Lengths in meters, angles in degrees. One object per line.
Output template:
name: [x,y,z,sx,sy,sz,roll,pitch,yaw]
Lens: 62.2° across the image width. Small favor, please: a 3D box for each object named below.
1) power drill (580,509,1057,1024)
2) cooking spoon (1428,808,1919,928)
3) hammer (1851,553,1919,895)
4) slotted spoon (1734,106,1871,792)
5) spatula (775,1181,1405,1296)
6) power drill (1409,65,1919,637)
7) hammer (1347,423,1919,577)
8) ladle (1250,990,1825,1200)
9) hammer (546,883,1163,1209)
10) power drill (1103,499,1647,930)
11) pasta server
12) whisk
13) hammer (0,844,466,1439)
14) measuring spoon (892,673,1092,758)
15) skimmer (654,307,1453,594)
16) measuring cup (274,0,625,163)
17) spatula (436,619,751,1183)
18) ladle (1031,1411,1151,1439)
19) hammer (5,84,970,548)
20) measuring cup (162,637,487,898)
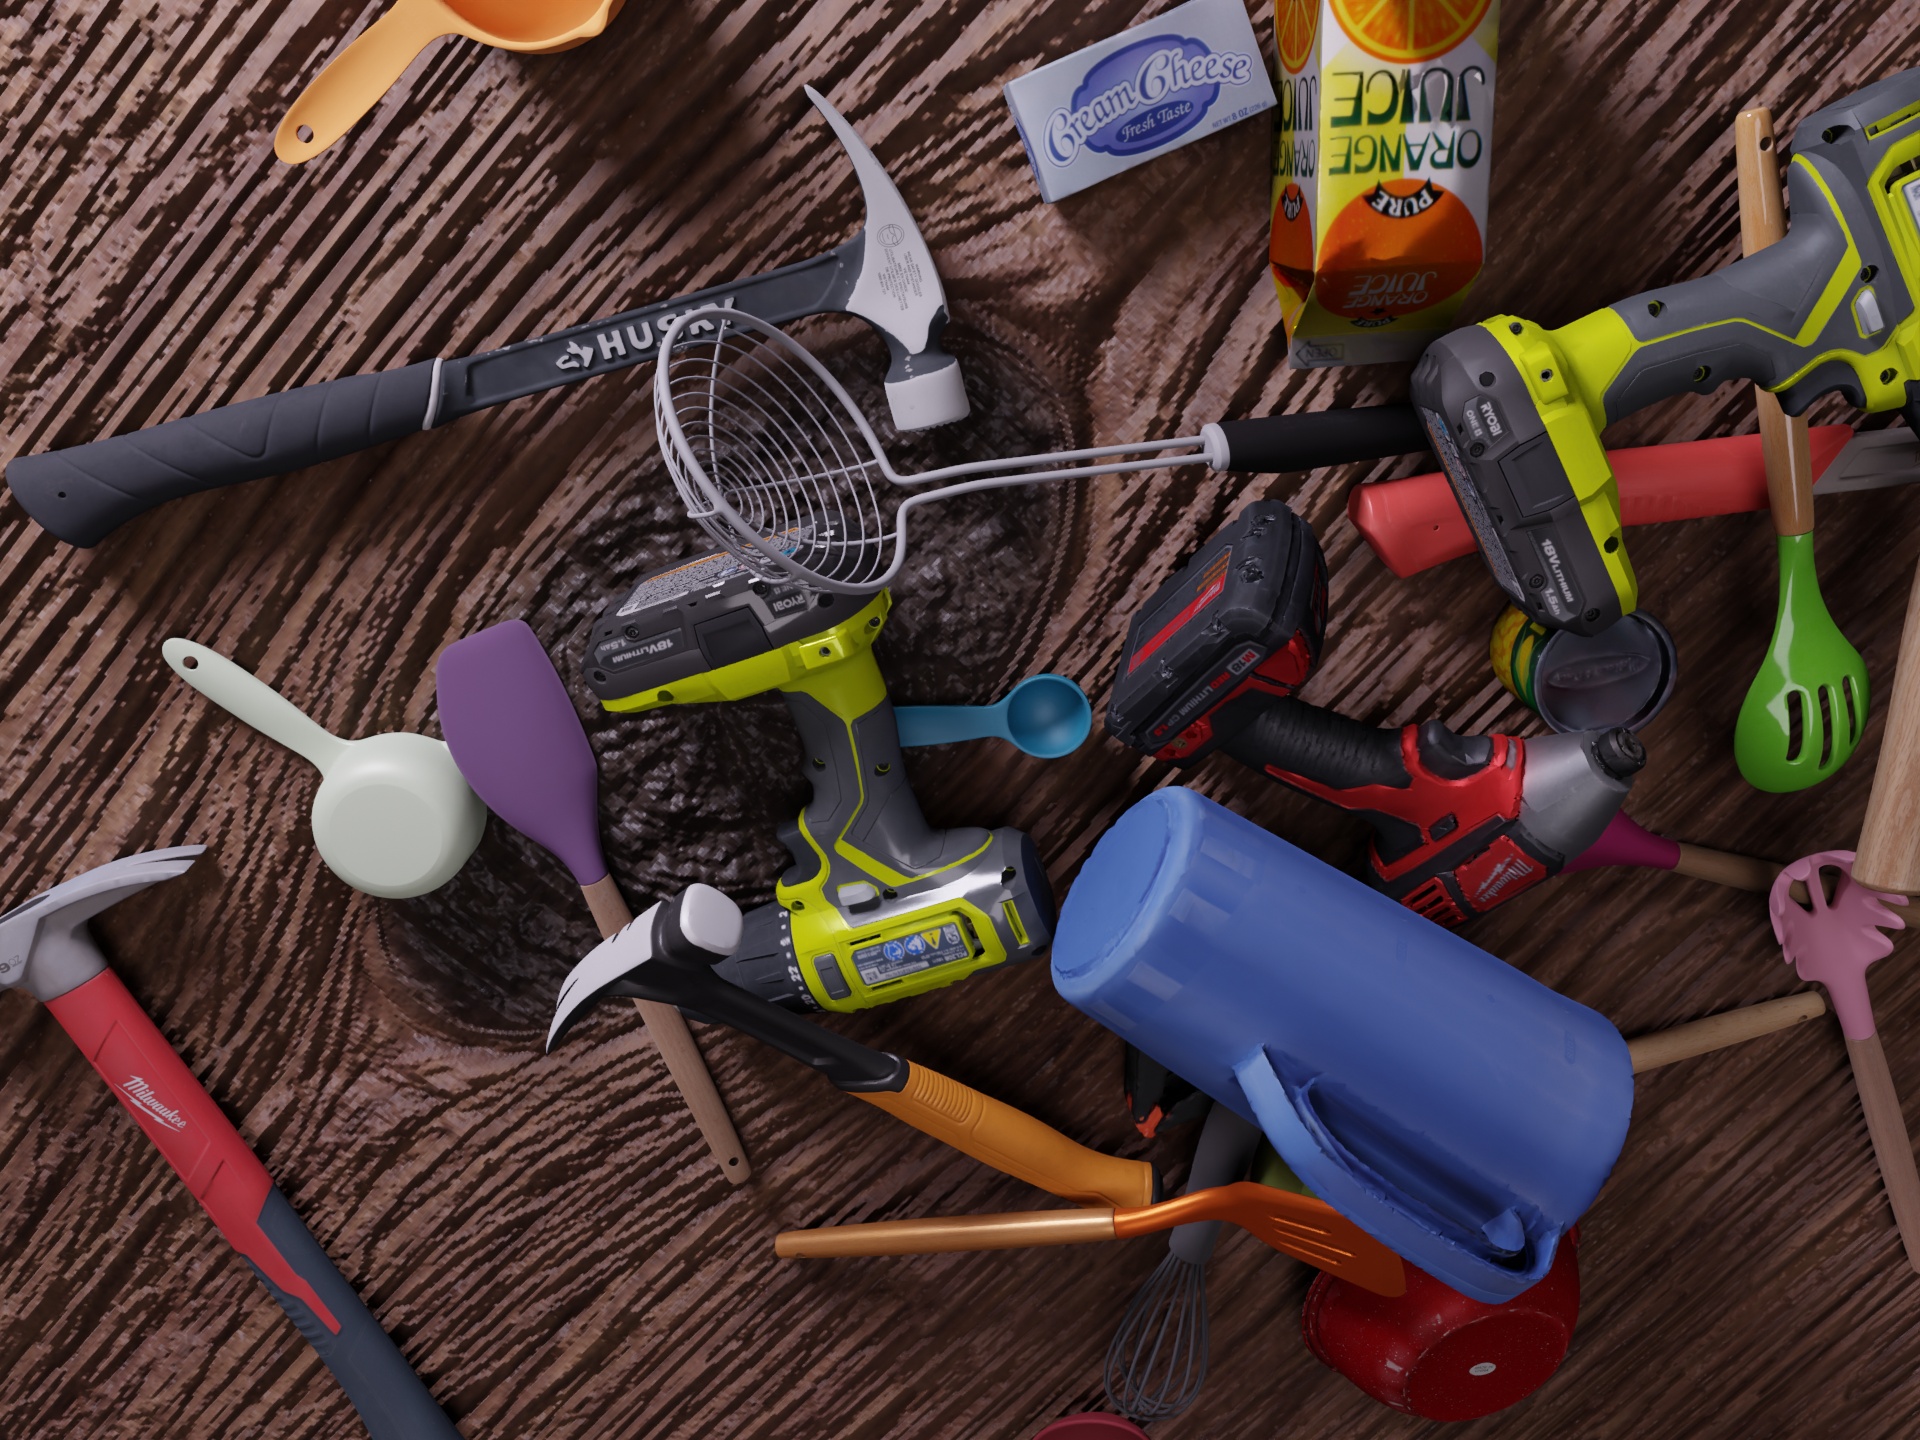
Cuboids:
power drill: [-0.080,0.037,0.734,0.190,0.080,0.228,-17,112,13]
cooking spoon: [0.386,0.074,0.809,0.319,0.017,0.068,13,109,-8]
hammer: [0.445,-0.085,0.700,0.130,0.031,0.331,5,100,-2]
slotted spoon: [0.365,-0.108,0.704,0.070,0.031,0.313,-17,108,-6]
spatula: [0.054,0.262,0.798,0.322,0.041,0.080,-9,133,17]
power drill: [0.317,-0.133,0.649,0.223,0.080,0.171,-26,102,11]
hammer: [0.359,-0.122,0.731,0.359,0.037,0.149,-6,109,-2]
ladle: [0.303,0.200,0.829,0.320,0.062,0.078,-16,135,-2]
hammer: [-0.031,0.183,0.772,0.336,0.034,0.127,32,132,-28]
power drill: [0.188,0.005,0.716,0.219,0.079,0.143,32,136,-13]
pasta server: [0.479,0.187,0.833,0.060,0.040,0.316,-21,115,14]
whisk: [0.124,0.277,0.832,0.055,0.055,0.238,10,114,-7]
hammer: [-0.346,0.245,0.809,0.143,0.038,0.386,-26,109,4]
measuring spoon: [-0.001,-0.002,0.762,0.128,0.021,0.042,-3,112,7]
skimmer: [0.058,-0.122,0.652,0.363,0.127,0.090,-9,155,-15]
measuring cup: [-0.203,-0.282,0.631,0.173,0.052,0.095,-38,107,11]
spatula: [-0.171,0.100,0.780,0.060,0.018,0.315,-26,109,-12]
ladle: [-0.015,0.491,0.922,0.315,0.031,0.069,-41,104,12]
hammer: [-0.209,-0.151,0.684,0.409,0.036,0.149,-15,108,2]
measuring cup: [-0.298,0.020,0.733,0.167,0.038,0.083,39,102,-17]
